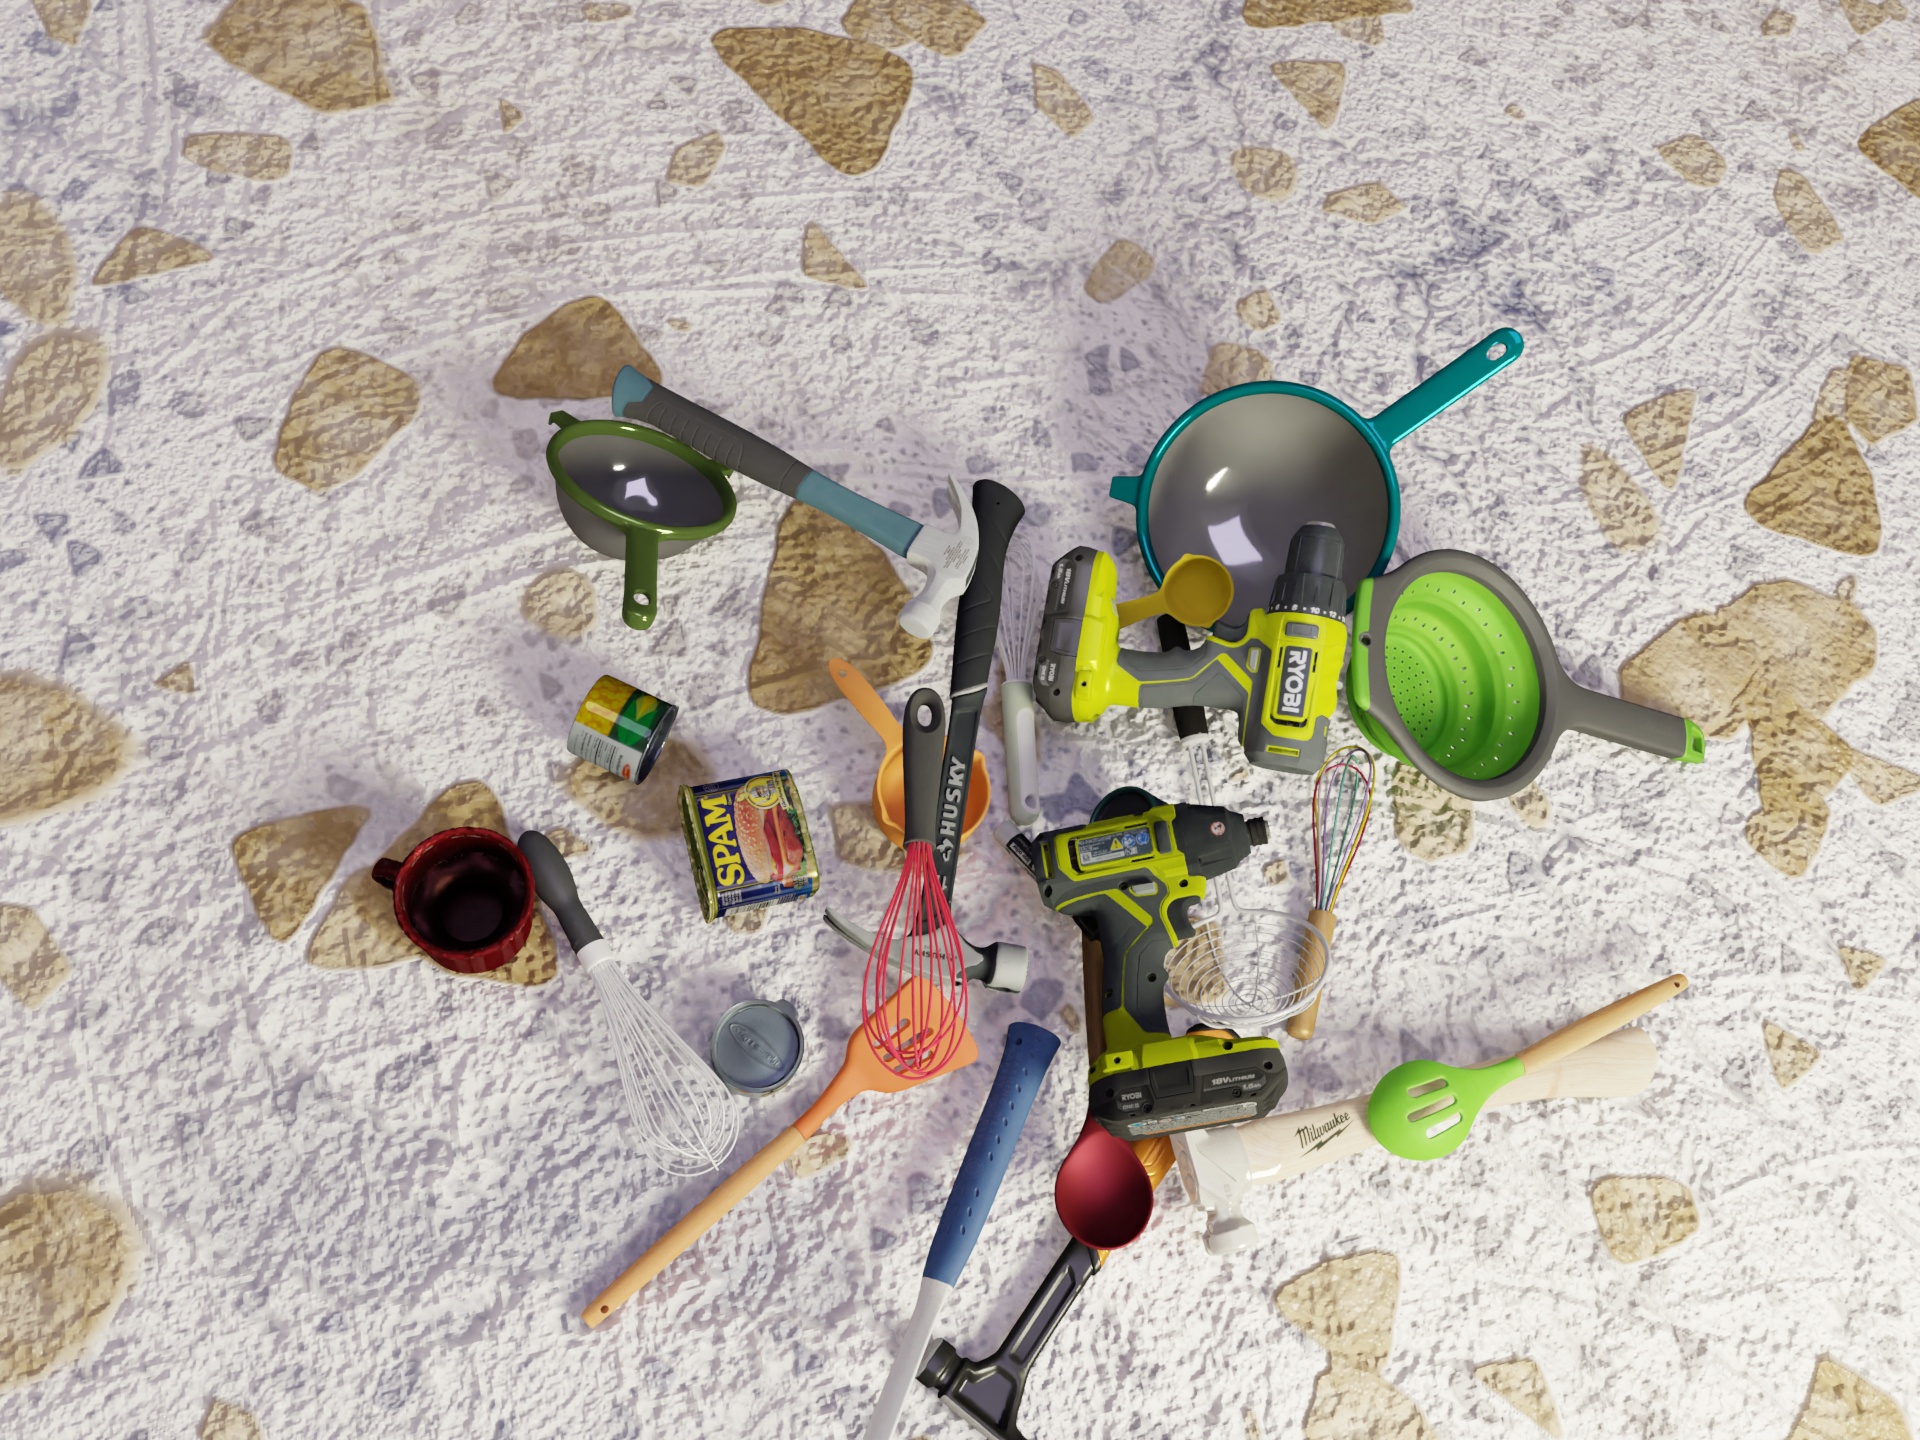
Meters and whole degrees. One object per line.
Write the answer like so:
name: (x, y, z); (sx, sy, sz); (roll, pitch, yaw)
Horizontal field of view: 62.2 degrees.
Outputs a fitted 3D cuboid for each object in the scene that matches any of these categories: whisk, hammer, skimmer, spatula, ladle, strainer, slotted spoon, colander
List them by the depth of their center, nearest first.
hammer: (-0.015, 0.390, 1.069); (0.035, 0.144, 0.406); (49, 53, -36)
whisk: (-0.029, 0.105, 1.103); (0.073, 0.073, 0.296); (6, 59, -9)
spatula: (-0.129, 0.305, 1.107); (0.322, 0.041, 0.081); (-39, 105, -20)
whisk: (-0.242, 0.193, 1.121); (0.070, 0.070, 0.285); (-28, 71, -20)
hammer: (0.112, 0.360, 1.136); (0.127, 0.034, 0.337); (36, 67, 5)
ladle: (0.100, 0.230, 1.168); (0.069, 0.031, 0.316); (1, 59, -1)
hammer: (0.347, 0.278, 1.194); (0.410, 0.038, 0.146); (-8, 72, -20)
slotted spoon: (0.438, 0.249, 1.200); (0.313, 0.031, 0.070); (-18, 76, -24)
hammer: (-0.002, -0.004, 1.201); (0.149, 0.036, 0.409); (11, 66, -6)
strainer: (-0.249, -0.133, 1.205); (0.151, 0.069, 0.257); (14, 37, -21)
skimmer: (0.195, 0.062, 1.237); (0.127, 0.090, 0.364); (-10, 69, 5)
hammer: (-0.134, -0.190, 1.242); (0.331, 0.033, 0.128); (29, 66, 10)
whisk: (0.289, 0.133, 1.261); (0.047, 0.051, 0.245); (10, 70, 16)
whisk: (0.045, -0.036, 1.274); (0.057, 0.059, 0.246); (10, 69, -37)
strainer: (0.307, -0.207, 1.308); (0.340, 0.095, 0.211); (-35, 86, 13)
colander: (0.456, -0.012, 1.330); (0.396, 0.094, 0.205); (14, 72, -25)

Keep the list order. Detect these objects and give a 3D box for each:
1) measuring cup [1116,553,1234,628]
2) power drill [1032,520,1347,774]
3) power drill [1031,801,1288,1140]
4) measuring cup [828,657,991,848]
measuring cup: (0.148, -0.091, 1.298); (0.156, 0.029, 0.062); (-17, 90, 19)
power drill: (0.183, -0.068, 1.229); (0.228, 0.080, 0.190); (8, 84, 15)
power drill: (0.151, 0.169, 1.123); (0.171, 0.080, 0.223); (-12, 63, 7)
measuring cup: (-0.050, 0.027, 1.227); (0.095, 0.052, 0.174); (-33, 76, -22)
